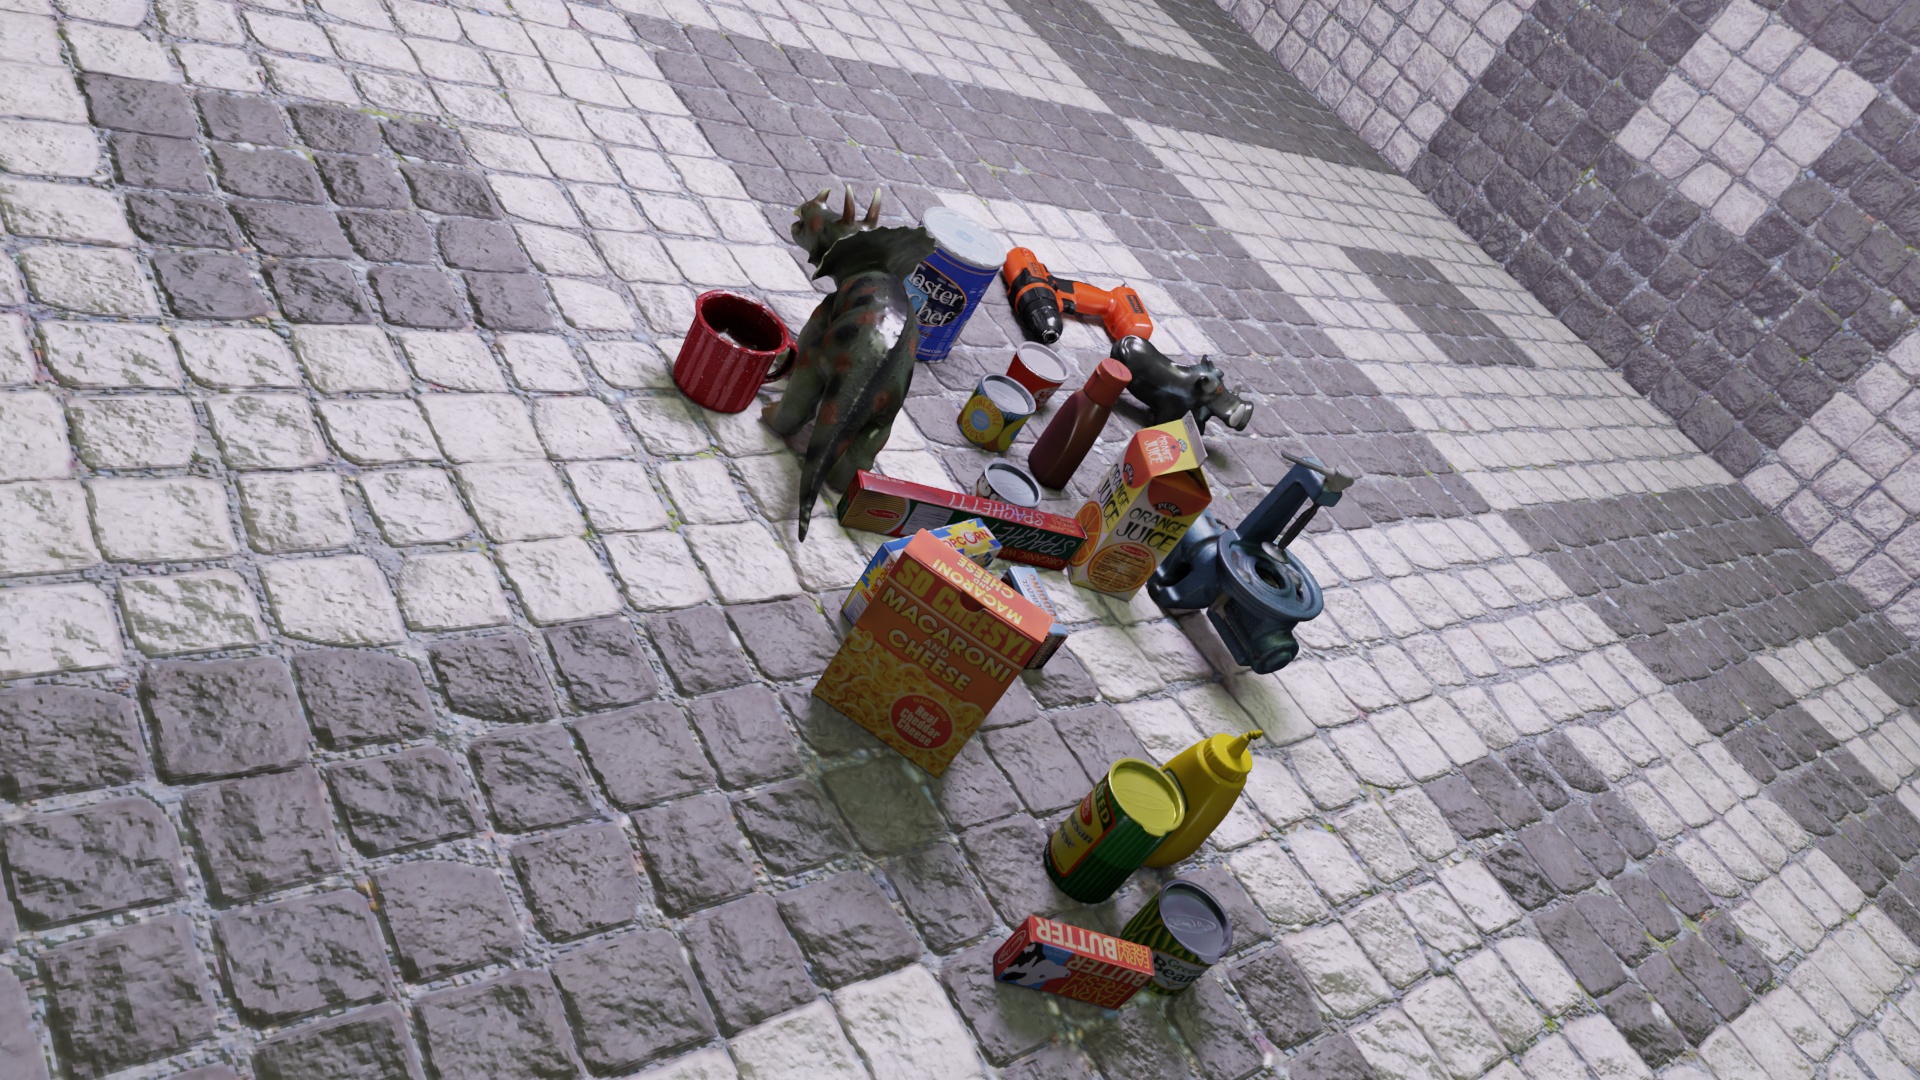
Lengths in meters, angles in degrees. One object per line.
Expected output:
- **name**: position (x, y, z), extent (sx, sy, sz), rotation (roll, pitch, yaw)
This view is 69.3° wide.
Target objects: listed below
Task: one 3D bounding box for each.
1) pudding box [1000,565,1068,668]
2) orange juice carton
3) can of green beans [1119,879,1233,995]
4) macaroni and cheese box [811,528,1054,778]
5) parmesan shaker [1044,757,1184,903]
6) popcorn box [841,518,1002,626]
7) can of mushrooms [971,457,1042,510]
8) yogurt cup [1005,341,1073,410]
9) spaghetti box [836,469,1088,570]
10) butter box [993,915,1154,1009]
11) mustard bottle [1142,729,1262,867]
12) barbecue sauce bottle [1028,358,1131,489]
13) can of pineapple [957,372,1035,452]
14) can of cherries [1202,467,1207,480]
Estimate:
- **pudding box**: position (0.060, 0.069, 1.258), extent (0.030, 0.049, 0.084), rotation (5, 43, -35)
- **orange juice carton**: position (0.180, -0.036, 1.358), extent (0.073, 0.191, 0.072), rotation (18, 37, -22)
- **can of green beans**: position (0.163, 0.301, 1.051), extent (0.071, 0.057, 0.071), rotation (22, 36, -17)
- **macaroni and cheese box**: position (-0.023, 0.089, 1.062), extent (0.124, 0.165, 0.040), rotation (34, 34, 1)
- **parmesan shaker**: position (0.116, 0.226, 1.065), extent (0.071, 0.102, 0.072), rotation (22, 36, -17)
- **popcorn box**: position (-0.033, 0.031, 1.198), extent (0.127, 0.084, 0.038), rotation (-15, 57, -48)
- **can of mushrooms**: position (0.046, -0.049, 1.405), extent (0.071, 0.033, 0.071), rotation (22, 36, -17)
- **yogurt cup**: position (0.083, -0.186, 1.585), extent (0.072, 0.053, 0.073), rotation (22, 36, -17)
- **spaghetti box**: position (0.005, -0.017, 1.318), extent (0.250, 0.050, 0.029), rotation (12, 40, -29)
- **butter box**: position (0.081, 0.301, 0.988), extent (0.103, 0.053, 0.024), rotation (20, 36, -19)
- **mustard bottle**: position (0.188, 0.197, 1.108), extent (0.049, 0.159, 0.065), rotation (6, 43, -35)
- **barbecue sauce bottle**: position (0.126, -0.125, 1.463), extent (0.044, 0.147, 0.065), rotation (16, 38, -25)
- **can of pineapple**: position (0.037, -0.136, 1.483), extent (0.071, 0.057, 0.071), rotation (22, 36, -17)
- **can of cherries**: position (0.232, -0.068, 1.558), extent (0.071, 0.058, 0.072), rotation (22, 36, -17)
